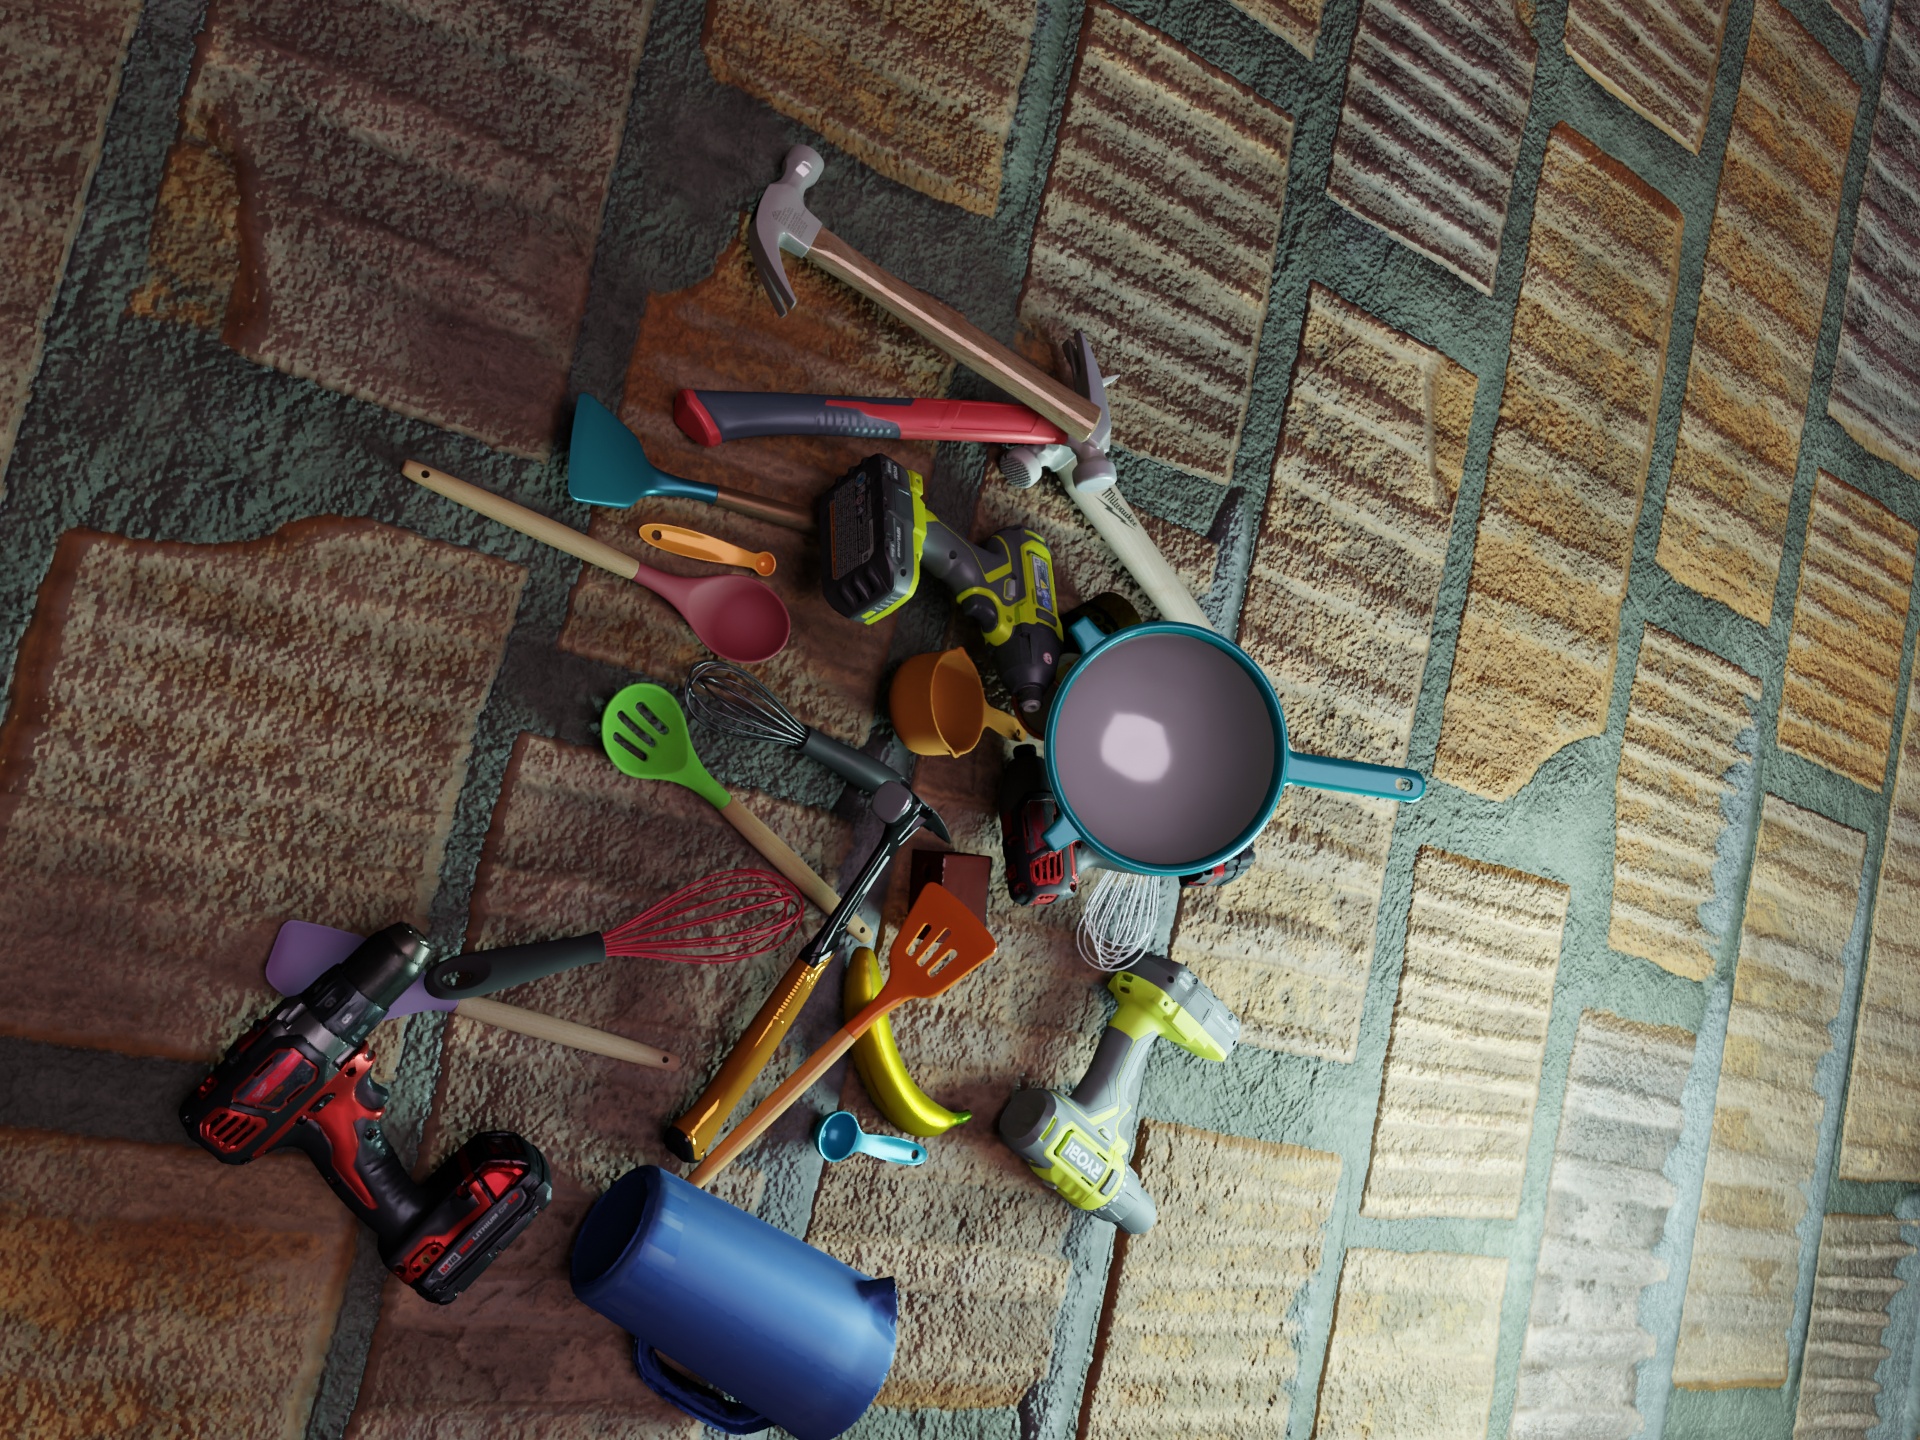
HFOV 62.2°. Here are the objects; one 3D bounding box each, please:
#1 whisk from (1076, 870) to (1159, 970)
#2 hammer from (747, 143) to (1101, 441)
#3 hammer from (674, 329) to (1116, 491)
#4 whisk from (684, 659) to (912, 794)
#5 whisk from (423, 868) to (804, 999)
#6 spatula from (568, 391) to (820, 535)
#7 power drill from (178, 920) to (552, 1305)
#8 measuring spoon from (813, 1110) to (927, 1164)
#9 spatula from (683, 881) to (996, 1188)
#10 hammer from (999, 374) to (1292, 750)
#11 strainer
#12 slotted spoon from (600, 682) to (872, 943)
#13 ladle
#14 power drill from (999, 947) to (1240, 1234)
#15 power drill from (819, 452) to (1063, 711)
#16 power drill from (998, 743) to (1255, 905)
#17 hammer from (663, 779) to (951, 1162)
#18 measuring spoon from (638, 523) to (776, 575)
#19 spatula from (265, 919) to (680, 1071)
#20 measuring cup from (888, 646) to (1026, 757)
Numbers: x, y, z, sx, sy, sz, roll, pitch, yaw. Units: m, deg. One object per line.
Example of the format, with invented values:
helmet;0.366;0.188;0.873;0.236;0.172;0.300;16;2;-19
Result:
whisk;0.177;0.101;1.492;0.070;0.070;0.285;33;69;-31
hammer;-0.025;-0.326;1.302;0.331;0.031;0.130;30;68;-17
hammer;-0.048;-0.264;1.315;0.386;0.038;0.143;-3;77;-28
whisk;-0.127;0.016;1.286;0.238;0.055;0.055;30;75;-35
whisk;-0.252;0.165;1.194;0.295;0.073;0.073;-10;97;-31
spatula;-0.166;-0.172;1.253;0.317;0.044;0.082;12;76;-35
power drill;-0.382;0.266;1.088;0.188;0.080;0.226;-46;112;-12
measuring spoon;-0.078;0.358;1.350;0.128;0.021;0.042;27;76;-41
spatula;-0.108;0.267;1.279;0.322;0.041;0.081;-43;74;-13
hammer;0.199;-0.125;1.488;0.146;0.038;0.410;-46;110;-25
strainer;0.225;0.034;1.364;0.340;0.095;0.211;9;85;-12
slotted spoon;-0.173;0.083;1.268;0.313;0.031;0.070;47;67;-28
ladle;-0.268;-0.122;1.196;0.315;0.031;0.069;25;75;-30
power drill;0.159;0.347;1.473;0.190;0.080;0.228;45;70;-26
power drill;-0.006;-0.110;1.302;0.223;0.080;0.171;24;49;-39
power drill;0.141;0.087;1.420;0.219;0.078;0.143;-2;72;-14
hammer;-0.124;0.203;1.264;0.337;0.034;0.127;-56;158;-6
measuring spoon;-0.200;-0.135;1.254;0.116;0.011;0.021;13;85;-30
spatula;-0.345;0.214;1.159;0.315;0.018;0.060;24;70;-32
measuring cup;-0.002;-0.004;1.373;0.173;0.052;0.095;25;64;-58
